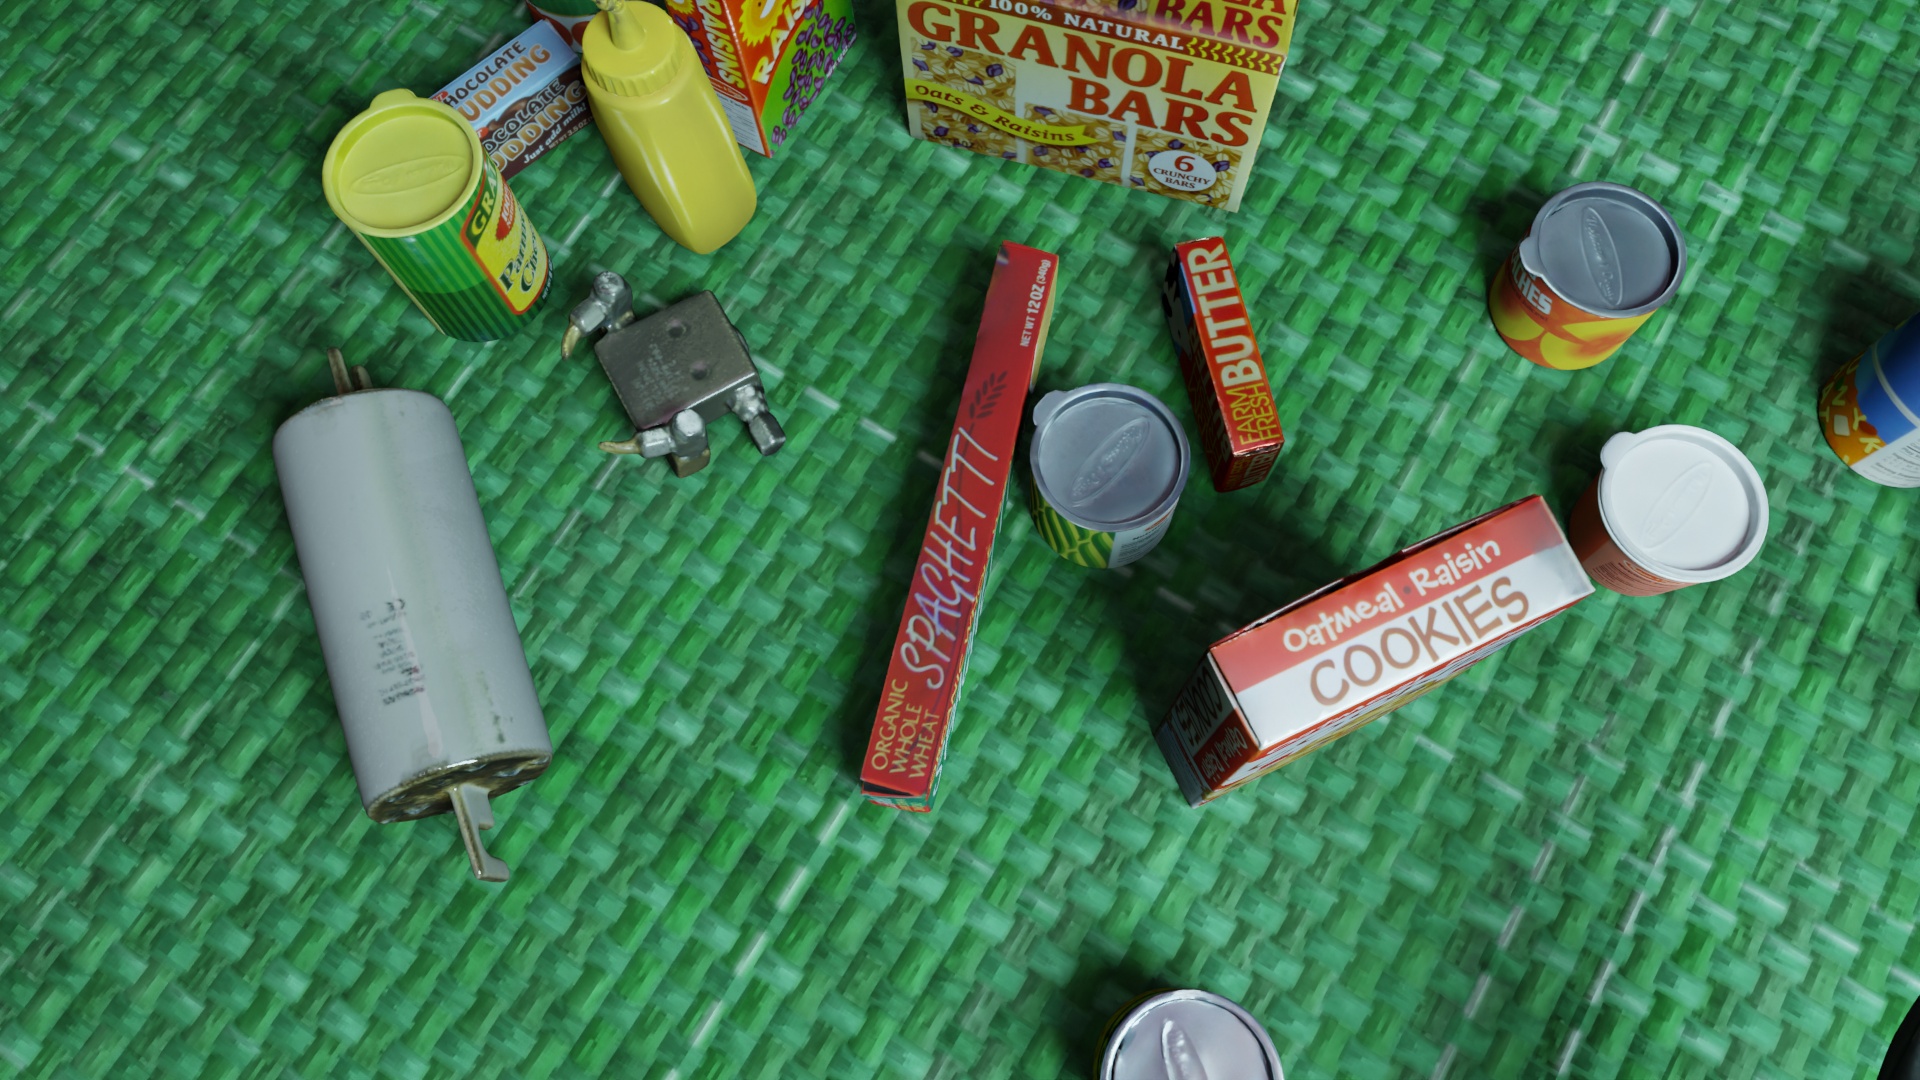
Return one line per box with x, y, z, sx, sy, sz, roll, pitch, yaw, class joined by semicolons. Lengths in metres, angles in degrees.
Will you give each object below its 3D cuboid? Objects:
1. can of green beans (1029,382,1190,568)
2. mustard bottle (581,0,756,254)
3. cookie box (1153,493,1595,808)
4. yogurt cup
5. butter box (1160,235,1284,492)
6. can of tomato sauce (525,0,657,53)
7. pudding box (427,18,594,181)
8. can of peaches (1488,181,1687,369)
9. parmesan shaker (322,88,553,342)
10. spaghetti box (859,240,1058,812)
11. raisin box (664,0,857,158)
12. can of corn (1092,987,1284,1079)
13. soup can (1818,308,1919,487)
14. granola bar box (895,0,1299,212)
0.063;-0.027;0.600;0.071;0.057;0.071;0;73;2;can of green beans
-0.130;-0.186;0.603;0.049;0.159;0.065;-42;76;-10;mustard bottle
0.142;0.047;0.517;0.123;0.167;0.040;-25;74;-6;cookie box
0.296;-0.009;0.590;0.072;0.053;0.072;0;73;2;yogurt cup
0.115;-0.077;0.618;0.024;0.053;0.104;-12;73;-2;butter box
-0.191;-0.291;0.678;0.071;0.083;0.071;0;73;2;can of tomato sauce
-0.218;-0.206;0.670;0.084;0.049;0.030;-39;76;-10;pudding box
0.277;-0.117;0.623;0.071;0.058;0.071;0;73;2;can of peaches
-0.229;-0.142;0.622;0.071;0.102;0.071;0;73;2;parmesan shaker
0.002;-0.008;0.600;0.029;0.050;0.251;12;73;6;spaghetti box
-0.091;-0.249;0.641;0.040;0.123;0.086;30;76;10;raisin box
0.082;0.205;0.526;0.071;0.058;0.071;0;73;2;can of corn
0.420;-0.069;0.590;0.071;0.083;0.071;0;73;2;soup can
0.058;-0.213;0.625;0.166;0.124;0.039;15;74;6;granola bar box
